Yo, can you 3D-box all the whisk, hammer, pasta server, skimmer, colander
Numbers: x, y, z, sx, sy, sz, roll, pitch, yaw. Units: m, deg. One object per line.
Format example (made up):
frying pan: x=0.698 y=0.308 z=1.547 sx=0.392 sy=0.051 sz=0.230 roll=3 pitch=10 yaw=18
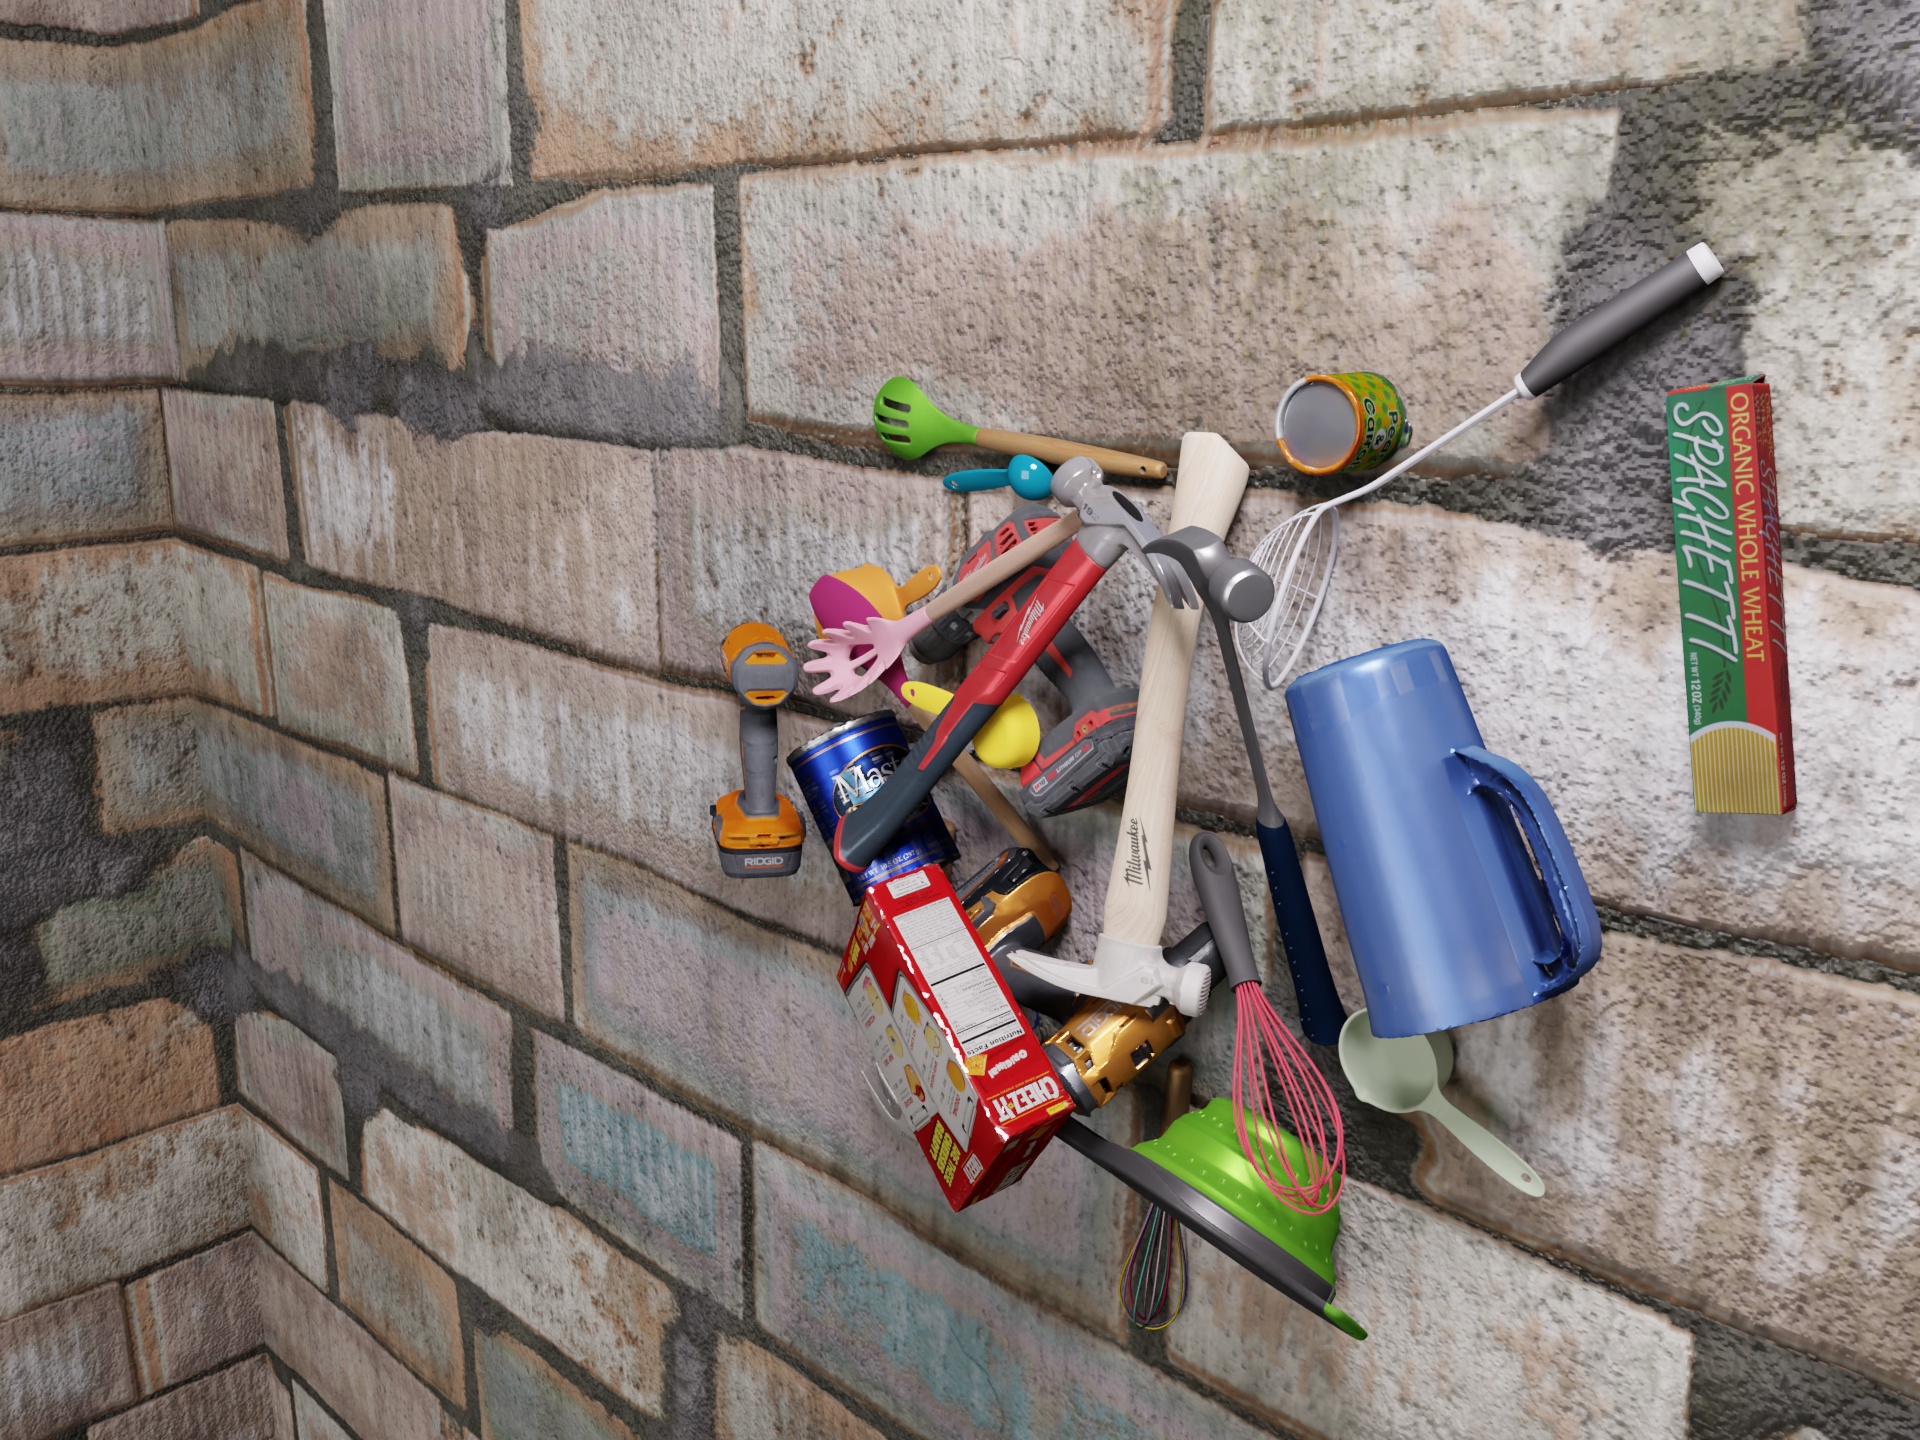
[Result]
whisk: x=0.210 y=0.208 z=1.135 sx=0.073 sy=0.073 sz=0.296 roll=-47 pitch=43 yaw=41
hammer: x=0.022 y=-0.006 z=1.193 sx=0.386 sy=0.038 sz=0.143 roll=-52 pitch=59 yaw=30
pasta server: x=-0.010 y=-0.095 z=1.252 sx=0.316 sy=0.040 sz=0.060 roll=-29 pitch=80 yaw=40
hammer: x=-0.032 y=0.246 z=1.460 sx=0.130 sy=0.031 sz=0.331 roll=18 pitch=112 yaw=40
whisk: x=0.162 y=0.390 z=1.297 sx=0.047 sy=0.051 sz=0.245 roll=20 pitch=111 yaw=46
hammer: x=0.204 y=0.053 z=1.065 sx=0.144 sy=0.035 sz=0.405 roll=-122 pitch=11 yaw=-61
skimmer: x=0.314 y=-0.147 z=0.988 sx=0.363 sy=0.127 sz=0.090 roll=-35 pitch=87 yaw=32
hammer: x=0.135 y=-0.003 z=1.147 sx=0.146 sy=0.038 sz=0.410 roll=9 pitch=92 yaw=19
colander: x=0.151 y=0.313 z=1.214 sx=0.397 sy=0.204 sz=0.094 roll=27 pitch=76 yaw=35

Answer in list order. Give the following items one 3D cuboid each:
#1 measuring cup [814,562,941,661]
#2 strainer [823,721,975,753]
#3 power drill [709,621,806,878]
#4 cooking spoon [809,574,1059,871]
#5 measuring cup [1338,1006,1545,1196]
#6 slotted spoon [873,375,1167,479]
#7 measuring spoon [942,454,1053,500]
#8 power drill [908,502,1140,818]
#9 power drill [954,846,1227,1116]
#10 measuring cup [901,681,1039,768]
measuring cup: x=-0.074 y=-0.100 z=1.373 sx=0.173 sy=0.052 sz=0.095 roll=-26 pitch=79 yaw=60
strainer: x=-0.073 y=0.034 z=1.445 sx=0.258 sy=0.050 sz=0.087 roll=-12 pitch=77 yaw=42
power drill: x=-0.195 y=0.019 z=1.513 sx=0.164 sy=0.084 sz=0.226 roll=-130 pitch=41 yaw=-69
cooking spoon: x=-0.023 y=0.005 z=1.346 sx=0.319 sy=0.017 sz=0.068 roll=50 pitch=137 yaw=5
measuring cup: x=0.338 y=0.259 z=1.094 sx=0.168 sy=0.038 sz=0.083 roll=42 pitch=126 yaw=27
slotted spoon: x=0.036 y=-0.226 z=1.280 sx=0.314 sy=0.031 sz=0.070 roll=19 pitch=120 yaw=39
measuring spoon: x=0.024 y=-0.191 z=1.293 sx=0.129 sy=0.021 sz=0.042 roll=4 pitch=140 yaw=49
power drill: x=0.052 y=-0.036 z=1.278 sx=0.188 sy=0.080 sz=0.227 roll=-42 pitch=68 yaw=42
power drill: x=0.095 y=0.185 z=1.247 sx=0.226 sy=0.185 sz=0.084 roll=35 pitch=157 yaw=48
measuring cup: x=-0.002 y=-0.004 z=1.265 sx=0.157 sy=0.029 sz=0.062 roll=21 pitch=111 yaw=42
